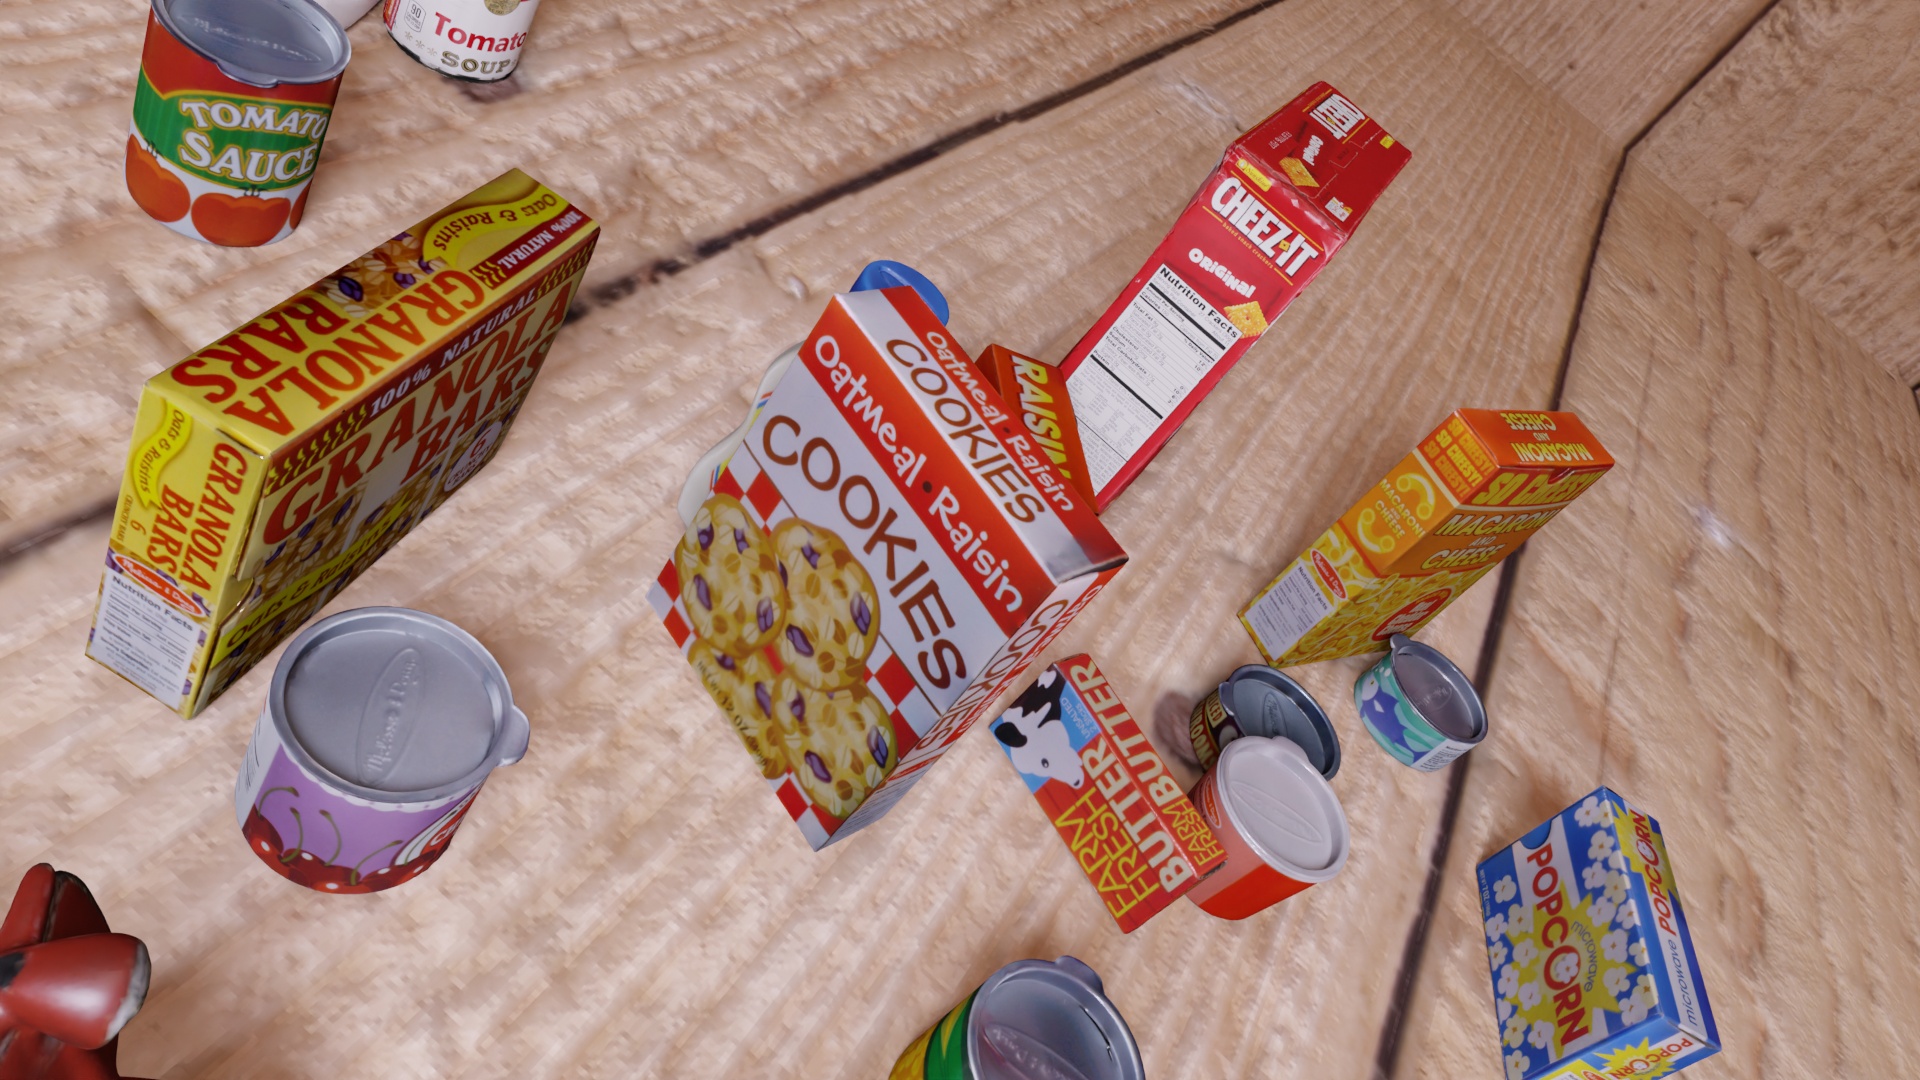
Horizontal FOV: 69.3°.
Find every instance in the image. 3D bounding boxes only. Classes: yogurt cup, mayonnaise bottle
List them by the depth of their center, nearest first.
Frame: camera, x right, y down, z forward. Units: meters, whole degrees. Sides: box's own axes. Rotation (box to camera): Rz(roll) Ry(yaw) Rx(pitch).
[{"bbox_3d":[-0.056,-0.044,0.542,0.065,0.147,0.041,43,37,5],"label":"mayonnaise bottle"},{"bbox_3d":[0.123,0.126,0.594,0.072,0.053,0.073,22,40,-21],"label":"yogurt cup"}]

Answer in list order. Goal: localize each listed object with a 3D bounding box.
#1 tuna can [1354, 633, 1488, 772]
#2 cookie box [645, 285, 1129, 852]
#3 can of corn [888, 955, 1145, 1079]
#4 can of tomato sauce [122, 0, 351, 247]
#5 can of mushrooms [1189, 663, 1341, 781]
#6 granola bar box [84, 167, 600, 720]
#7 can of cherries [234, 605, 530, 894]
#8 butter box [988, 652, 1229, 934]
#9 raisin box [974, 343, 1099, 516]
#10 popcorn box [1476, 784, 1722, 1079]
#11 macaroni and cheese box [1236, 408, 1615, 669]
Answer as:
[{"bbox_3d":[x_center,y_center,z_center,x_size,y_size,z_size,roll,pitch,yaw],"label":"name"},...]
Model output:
[{"bbox_3d":[0.247,0.088,0.752,0.071,0.032,0.071,22,40,-20],"label":"tuna can"},{"bbox_3d":[-0.034,0.013,0.486,0.040,0.166,0.123,-17,64,-48],"label":"cookie box"},{"bbox_3d":[0.017,0.178,0.451,0.071,0.058,0.071,22,40,-21],"label":"can of corn"},{"bbox_3d":[-0.279,-0.164,0.534,0.071,0.082,0.071,23,40,-21],"label":"can of tomato sauce"},{"bbox_3d":[0.142,0.093,0.659,0.071,0.033,0.071,22,40,-20],"label":"can of mushrooms"},{"bbox_3d":[-0.190,-0.036,0.443,0.039,0.123,0.166,36,38,-5],"label":"granola bar box"},{"bbox_3d":[-0.171,0.064,0.411,0.071,0.058,0.072,22,40,-21],"label":"can of cherries"},{"bbox_3d":[0.059,0.102,0.566,0.024,0.053,0.104,-12,60,-46],"label":"butter box"},{"bbox_3d":[0.002,-0.007,0.573,0.040,0.122,0.086,17,42,-26],"label":"raisin box"},{"bbox_3d":[0.289,0.189,0.640,0.038,0.084,0.127,30,38,-12],"label":"popcorn box"},{"bbox_3d":[0.243,0.001,0.727,0.124,0.165,0.040,-3,54,-42],"label":"macaroni and cheese box"}]
